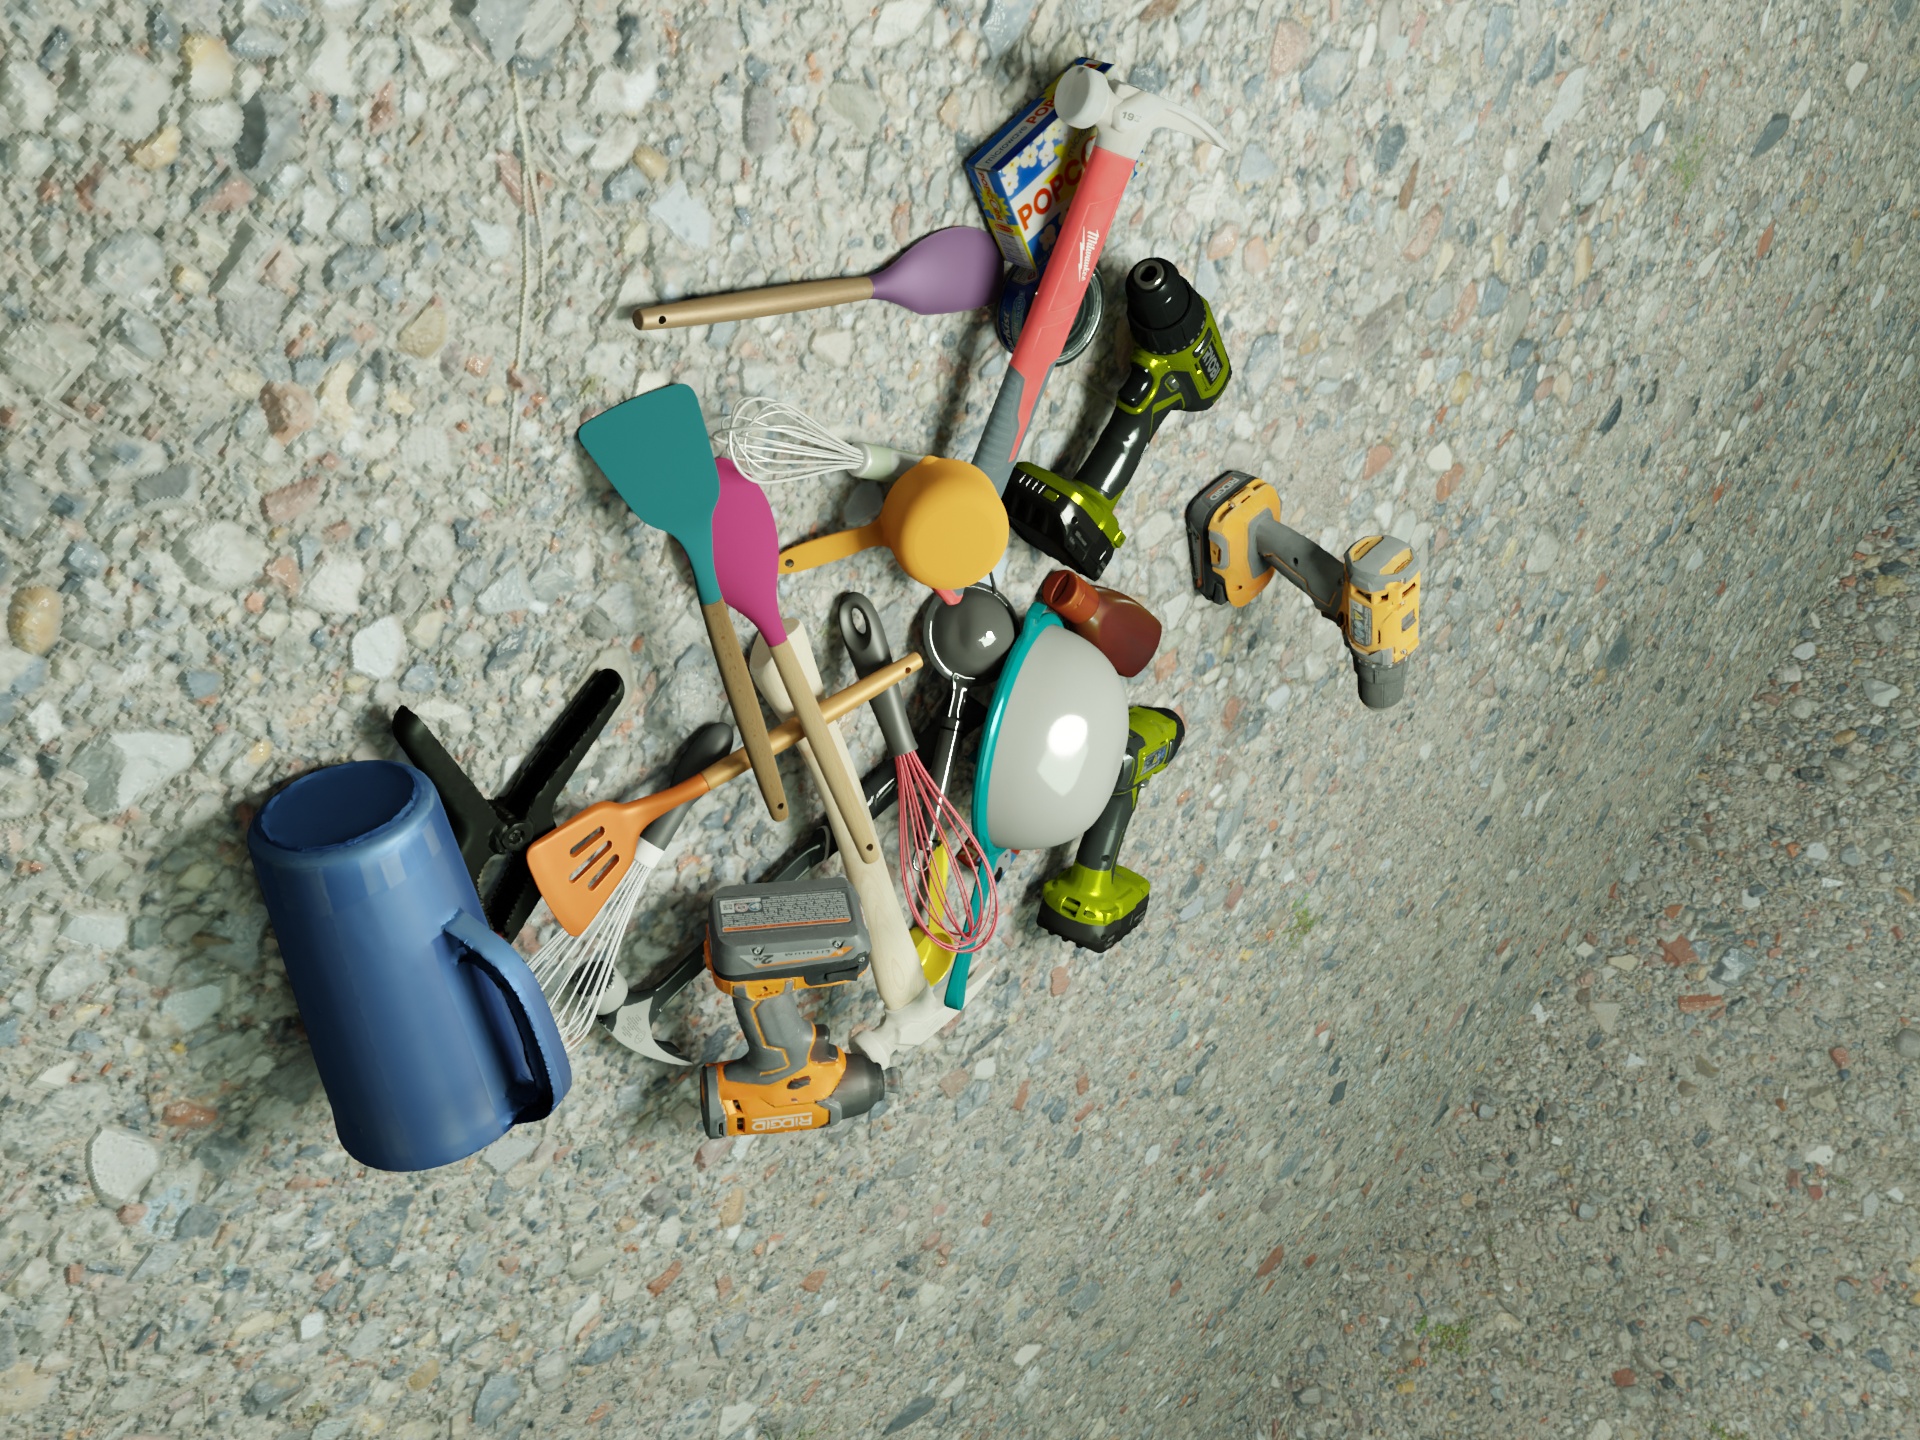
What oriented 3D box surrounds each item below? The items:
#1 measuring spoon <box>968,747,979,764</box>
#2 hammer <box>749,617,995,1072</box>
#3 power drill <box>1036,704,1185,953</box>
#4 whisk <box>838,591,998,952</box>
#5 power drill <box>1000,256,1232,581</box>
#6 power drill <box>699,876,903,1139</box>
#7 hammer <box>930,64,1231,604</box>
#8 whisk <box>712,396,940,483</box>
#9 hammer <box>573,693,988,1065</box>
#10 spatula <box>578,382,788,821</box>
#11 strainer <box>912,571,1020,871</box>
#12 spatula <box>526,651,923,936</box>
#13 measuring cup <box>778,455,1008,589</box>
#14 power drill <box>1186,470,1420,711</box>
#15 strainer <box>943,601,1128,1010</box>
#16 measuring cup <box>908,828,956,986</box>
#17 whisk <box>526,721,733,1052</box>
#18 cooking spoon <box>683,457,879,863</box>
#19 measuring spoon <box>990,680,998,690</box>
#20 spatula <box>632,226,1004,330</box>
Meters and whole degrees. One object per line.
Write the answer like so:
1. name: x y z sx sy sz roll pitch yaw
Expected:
1. measuring spoon: 0.054 0.029 1.444 0.128 0.021 0.042 0 105 -38
2. hammer: -0.075 0.095 1.268 0.146 0.038 0.410 -36 127 -28
3. power drill: 0.154 0.098 1.542 0.171 0.080 0.223 -23 131 -56
4. whisk: -0.037 0.042 1.221 0.073 0.073 0.295 -25 100 -35
5. power drill: 0.124 -0.239 1.248 0.228 0.080 0.190 -57 157 0
6. power drill: -0.122 0.232 1.243 0.164 0.084 0.226 -3 125 -12
7. hammer: 0.065 -0.259 1.152 0.143 0.038 0.386 2 120 -40
8. whisk: -0.077 -0.185 1.117 0.246 0.059 0.058 0 89 -52
9. hammer: -0.124 0.117 1.292 0.409 0.036 0.149 -43 142 -18
10. spatula: -0.164 -0.063 1.065 0.082 0.044 0.317 -31 127 -26
11. strainer: -0.002 -0.004 1.271 0.086 0.050 0.258 13 91 -23
12. spatula: -0.157 0.036 1.132 0.322 0.041 0.081 -31 123 -18
13. measuring cup: -0.049 -0.124 1.131 0.173 0.052 0.095 -18 124 -6
14. power drill: 0.319 -0.114 1.452 0.084 0.226 0.185 -39 140 -21
15. strainer: 0.071 0.083 1.321 0.211 0.095 0.340 39 65 -72
16. measuring cup: -0.031 0.168 1.448 0.062 0.029 0.156 -11 112 -43
17. whisk: -0.245 0.122 1.148 0.284 0.070 0.070 -59 143 -6
18. cooking spoon: -0.118 -0.033 1.116 0.069 0.017 0.318 -31 115 -21
19. measuring spoon: 0.044 -0.024 1.387 0.034 0.018 0.124 -46 141 -13
20. spatula: -0.082 -0.287 1.056 0.316 0.018 0.059 -22 125 -39
